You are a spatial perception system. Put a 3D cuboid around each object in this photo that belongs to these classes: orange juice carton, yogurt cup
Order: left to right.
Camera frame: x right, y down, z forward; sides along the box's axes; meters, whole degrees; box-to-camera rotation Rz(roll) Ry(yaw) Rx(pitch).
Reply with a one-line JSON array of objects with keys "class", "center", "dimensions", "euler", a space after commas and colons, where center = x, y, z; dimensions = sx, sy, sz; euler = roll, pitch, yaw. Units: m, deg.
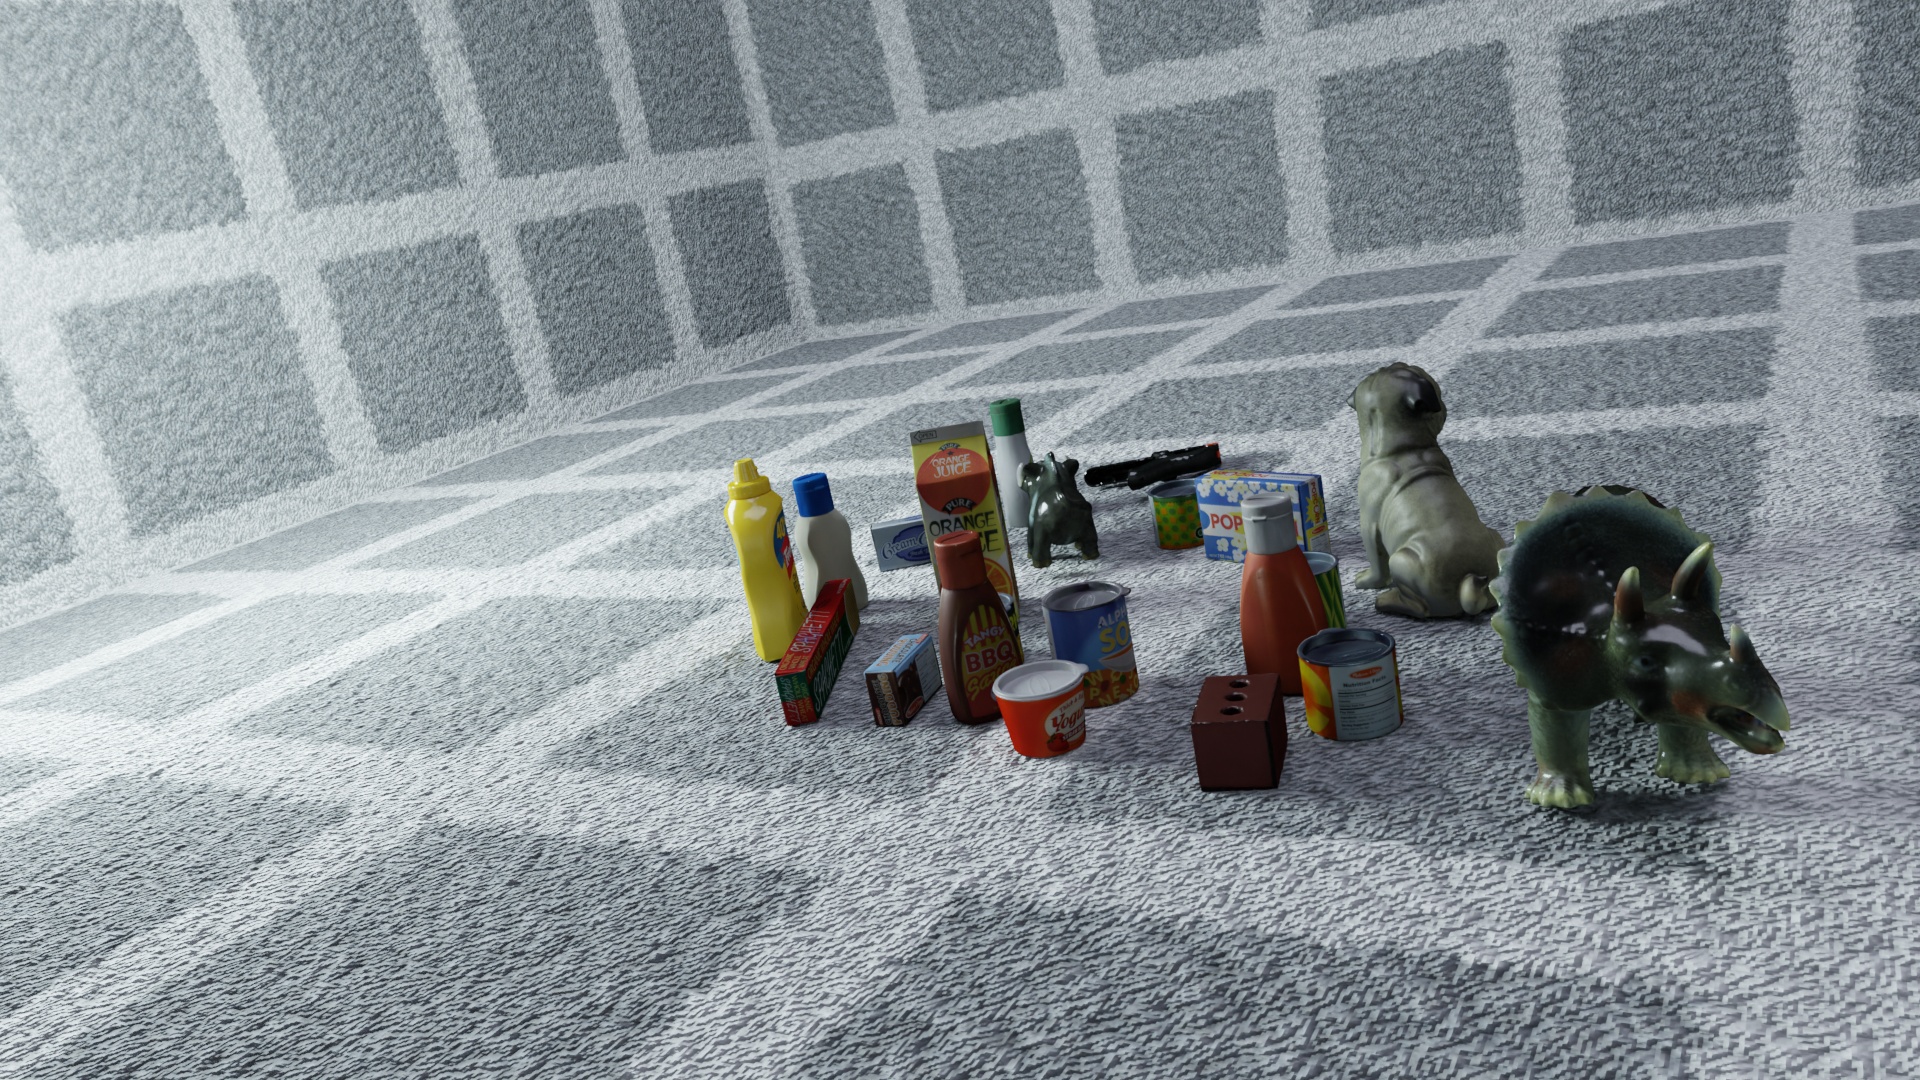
[{"class": "orange juice carton", "center": [0.005, -0.016, 1.314], "dimensions": [0.072, 0.192, 0.073], "euler": [-10, 15, 5]}, {"class": "yogurt cup", "center": [0.062, 0.125, 1.028], "dimensions": [0.072, 0.053, 0.072], "euler": [-11, 15, 3]}]

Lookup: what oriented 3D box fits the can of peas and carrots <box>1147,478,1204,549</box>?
[{"class": "can of peas and carrots", "center": [0.234, -0.028, 1.443], "dimensions": [0.071, 0.058, 0.071], "euler": [-11, 15, 3]}]

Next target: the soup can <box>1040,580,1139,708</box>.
[{"class": "soup can", "center": [0.106, 0.081, 1.097], "dimensions": [0.071, 0.083, 0.071], "euler": [-11, 15, 3]}]

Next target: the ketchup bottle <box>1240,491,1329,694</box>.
[{"class": "ketchup bottle", "center": [0.236, 0.040, 1.030], "dimensions": [0.064, 0.148, 0.044], "euler": [-2, 18, 32]}]

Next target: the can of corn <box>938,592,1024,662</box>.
[{"class": "can of corn", "center": [0.020, 0.084, 1.199], "dimensions": [0.071, 0.058, 0.071], "euler": [-11, 15, 3]}]

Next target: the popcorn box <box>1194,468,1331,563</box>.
[{"class": "popcorn box", "center": [0.289, -0.022, 1.329], "dimensions": [0.038, 0.085, 0.126], "euler": [-23, 19, -36]}]

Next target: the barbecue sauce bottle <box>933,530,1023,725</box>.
[{"class": "barbecue sauce bottle", "center": [0.011, 0.067, 1.095], "dimensions": [0.065, 0.148, 0.043], "euler": [-18, 16, -24]}]

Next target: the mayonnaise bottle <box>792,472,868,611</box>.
[{"class": "mayonnaise bottle", "center": [-0.139, 0.005, 1.425], "dimensions": [0.065, 0.147, 0.041], "euler": [-20, 17, -30]}]

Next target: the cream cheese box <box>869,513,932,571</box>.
[{"class": "cream cheese box", "center": [-0.045, -0.001, 1.558], "dimensions": [0.104, 0.053, 0.024], "euler": [-11, 15, 2]}]

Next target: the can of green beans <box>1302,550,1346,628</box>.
[{"class": "can of green beans", "center": [0.281, 0.046, 1.144], "dimensions": [0.071, 0.057, 0.071], "euler": [-11, 15, 3]}]

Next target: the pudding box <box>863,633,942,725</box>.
[{"class": "pudding box", "center": [-0.047, 0.115, 1.153], "dimensions": [0.030, 0.049, 0.084], "euler": [-5, 16, 23]}]

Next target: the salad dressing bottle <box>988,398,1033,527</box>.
[{"class": "salad dressing bottle", "center": [0.064, -0.091, 1.622], "dimensions": [0.044, 0.147, 0.064], "euler": [-7, 15, 15]}]

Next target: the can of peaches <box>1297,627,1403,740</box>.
[{"class": "can of peaches", "center": [0.271, 0.099, 0.965], "dimensions": [0.071, 0.058, 0.071], "euler": [-11, 15, 3]}]

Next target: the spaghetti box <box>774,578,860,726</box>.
[{"class": "spaghetti box", "center": [-0.128, 0.097, 1.273], "dimensions": [0.029, 0.050, 0.251], "euler": [-10, 15, 7]}]
